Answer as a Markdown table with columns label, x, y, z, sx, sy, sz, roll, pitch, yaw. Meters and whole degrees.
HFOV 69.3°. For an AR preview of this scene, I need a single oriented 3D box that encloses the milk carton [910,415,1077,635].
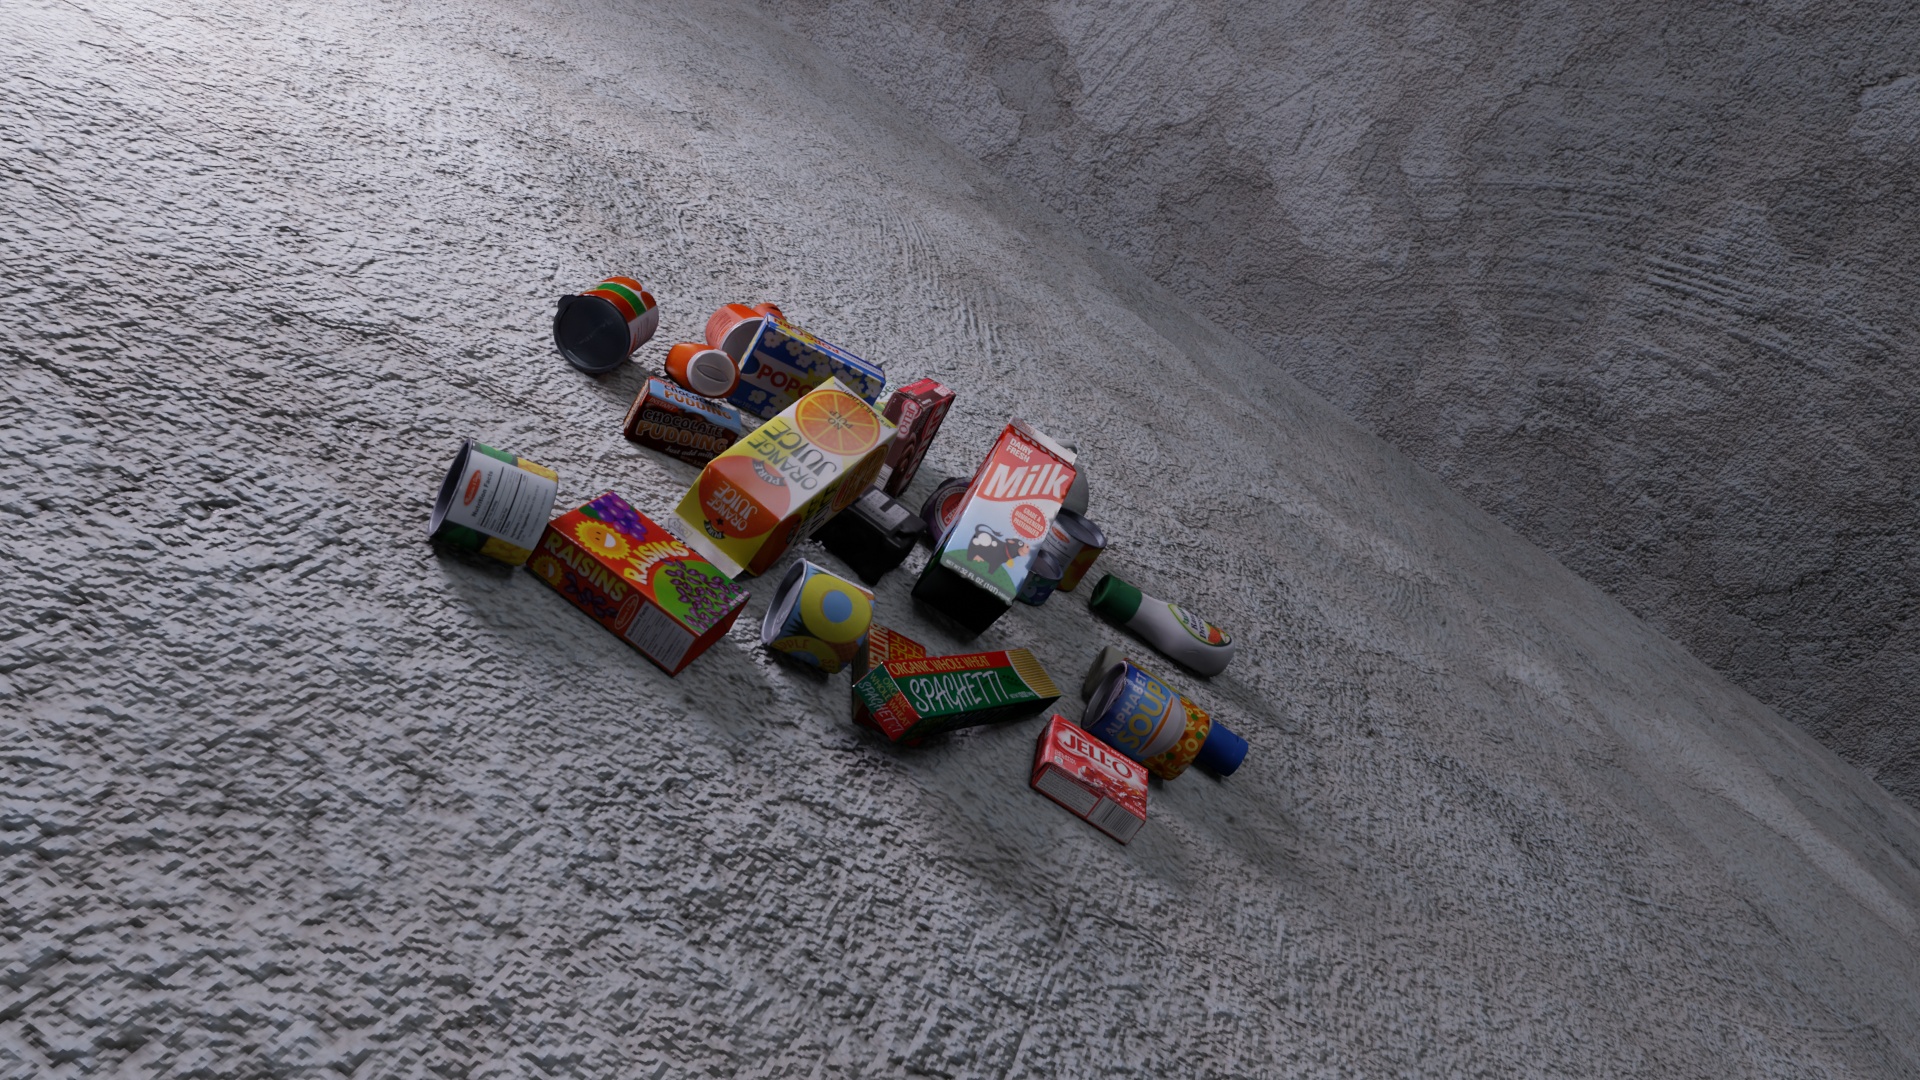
| label | x | y | z | sx | sy | sz | roll | pitch | yaw |
| --- | --- | --- | --- | --- | --- | --- | --- | --- | --- |
| milk carton | 0.037 | -0.022 | 1.188 | 0.072 | 0.073 | 0.191 | 32 | 59 | -6 |

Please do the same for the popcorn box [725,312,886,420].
| label | x | y | z | sx | sy | sz | roll | pitch | yaw |
| --- | --- | --- | --- | --- | --- | --- | --- | --- | --- |
| popcorn box | -0.144 | -0.146 | 1.298 | 0.126 | 0.085 | 0.038 | 25 | 23 | -21 |

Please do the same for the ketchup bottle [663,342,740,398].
| label | x | y | z | sx | sy | sz | roll | pitch | yaw |
| --- | --- | --- | --- | --- | --- | --- | --- | --- | --- |
| ketchup bottle | -0.216 | -0.144 | 1.181 | 0.065 | 0.043 | 0.149 | 22 | 1 | -16 |

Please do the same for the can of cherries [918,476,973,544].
| label | x | y | z | sx | sy | sz | roll | pitch | yaw |
| --- | --- | --- | --- | --- | --- | --- | --- | --- | --- |
| can of cherries | 0.005 | -0.016 | 1.262 | 0.071 | 0.071 | 0.058 | 6 | 36 | -50 |

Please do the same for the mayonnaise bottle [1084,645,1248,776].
| label | x | y | z | sx | sy | sz | roll | pitch | yaw |
| --- | --- | --- | --- | --- | --- | --- | --- | --- | --- |
| mayonnaise bottle | 0.178 | 0.150 | 1.203 | 0.148 | 0.041 | 0.065 | 33 | 20 | -2 |

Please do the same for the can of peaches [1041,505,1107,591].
| label | x | y | z | sx | sy | sz | roll | pitch | yaw |
| --- | --- | --- | --- | --- | --- | --- | --- | --- | --- |
| can of peaches | 0.102 | 0.008 | 1.363 | 0.071 | 0.058 | 0.071 | 29 | 22 | -13 |

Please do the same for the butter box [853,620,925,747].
| label | x | y | z | sx | sy | sz | roll | pitch | yaw |
| --- | --- | --- | --- | --- | --- | --- | --- | --- | --- |
| butter box | -0.050 | 0.102 | 1.007 | 0.053 | 0.024 | 0.104 | 28 | 23 | -18 |

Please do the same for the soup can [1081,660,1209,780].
| label | x | y | z | sx | sy | sz | roll | pitch | yaw |
| --- | --- | --- | --- | --- | --- | --- | --- | --- | --- |
| soup can | 0.152 | 0.147 | 1.135 | 0.084 | 0.071 | 0.071 | 32 | 22 | -6 |

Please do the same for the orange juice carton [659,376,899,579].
| label | x | y | z | sx | sy | sz | roll | pitch | yaw |
| --- | --- | --- | --- | --- | --- | --- | --- | --- | --- |
| orange juice carton | -0.138 | -0.041 | 1.065 | 0.072 | 0.072 | 0.194 | 39 | 48 | 10 |

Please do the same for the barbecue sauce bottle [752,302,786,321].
| label | x | y | z | sx | sy | sz | roll | pitch | yaw |
| --- | --- | --- | --- | --- | --- | --- | --- | --- | --- |
| barbecue sauce bottle | -0.173 | -0.186 | 1.395 | 0.065 | 0.043 | 0.149 | 13 | 30 | -39 |

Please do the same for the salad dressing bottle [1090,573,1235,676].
| label | x | y | z | sx | sy | sz | roll | pitch | yaw |
| --- | --- | --- | --- | --- | --- | --- | --- | --- | --- |
| salad dressing bottle | 0.198 | 0.082 | 1.363 | 0.147 | 0.043 | 0.064 | 28 | 24 | -14 |

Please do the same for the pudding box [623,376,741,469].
| label | x | y | z | sx | sy | sz | roll | pitch | yaw |
| --- | --- | --- | --- | --- | --- | --- | --- | --- | --- |
| pudding box | -0.225 | -0.094 | 1.129 | 0.084 | 0.049 | 0.030 | 22 | 26 | -27 |

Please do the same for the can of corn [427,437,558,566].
| label | x | y | z | sx | sy | sz | roll | pitch | yaw |
| --- | --- | --- | --- | --- | --- | --- | --- | --- | --- |
| can of corn | -0.294 | -0.023 | 0.874 | 0.058 | 0.071 | 0.071 | 23 | 25 | -27 |

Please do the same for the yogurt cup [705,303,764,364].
| label | x | y | z | sx | sy | sz | roll | pitch | yaw |
| --- | --- | --- | --- | --- | --- | --- | --- | --- | --- |
| yogurt cup | -0.210 | -0.192 | 1.333 | 0.072 | 0.072 | 0.054 | 13 | 22 | -42 |

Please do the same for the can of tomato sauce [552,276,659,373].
| label | x | y | z | sx | sy | sz | roll | pitch | yaw |
| --- | --- | --- | --- | --- | --- | --- | --- | --- | --- |
| can of tomato sauce | -0.303 | -0.187 | 1.188 | 0.071 | 0.071 | 0.083 | 32 | 21 | -7 |

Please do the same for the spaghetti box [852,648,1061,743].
| label | x | y | z | sx | sy | sz | roll | pitch | yaw |
| --- | --- | --- | --- | --- | --- | --- | --- | --- | --- |
| spaghetti box | 0.005 | 0.110 | 1.010 | 0.050 | 0.028 | 0.250 | 53 | 19 | 18 |

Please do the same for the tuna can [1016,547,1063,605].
| label | x | y | z | sx | sy | sz | roll | pitch | yaw |
| --- | --- | --- | --- | --- | --- | --- | --- | --- | --- |
| tuna can | 0.062 | 0.028 | 1.301 | 0.071 | 0.032 | 0.071 | 29 | 23 | -13 |

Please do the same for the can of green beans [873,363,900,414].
| label | x | y | z | sx | sy | sz | roll | pitch | yaw |
| --- | --- | --- | --- | --- | --- | --- | --- | --- | --- |
| can of green beans | -0.082 | -0.128 | 1.373 | 0.058 | 0.071 | 0.071 | 42 | 23 | 17 |

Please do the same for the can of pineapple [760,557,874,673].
| label | x | y | z | sx | sy | sz | roll | pitch | yaw |
| --- | --- | --- | --- | --- | --- | --- | --- | --- | --- |
| can of pineapple | -0.101 | 0.055 | 0.980 | 0.058 | 0.070 | 0.071 | 27 | 23 | -19 |

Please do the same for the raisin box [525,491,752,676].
| label | x | y | z | sx | sy | sz | roll | pitch | yaw |
| --- | --- | --- | --- | --- | --- | --- | --- | --- | --- |
| raisin box | -0.211 | 0.026 | 0.920 | 0.123 | 0.040 | 0.086 | 37 | 23 | 2 |
